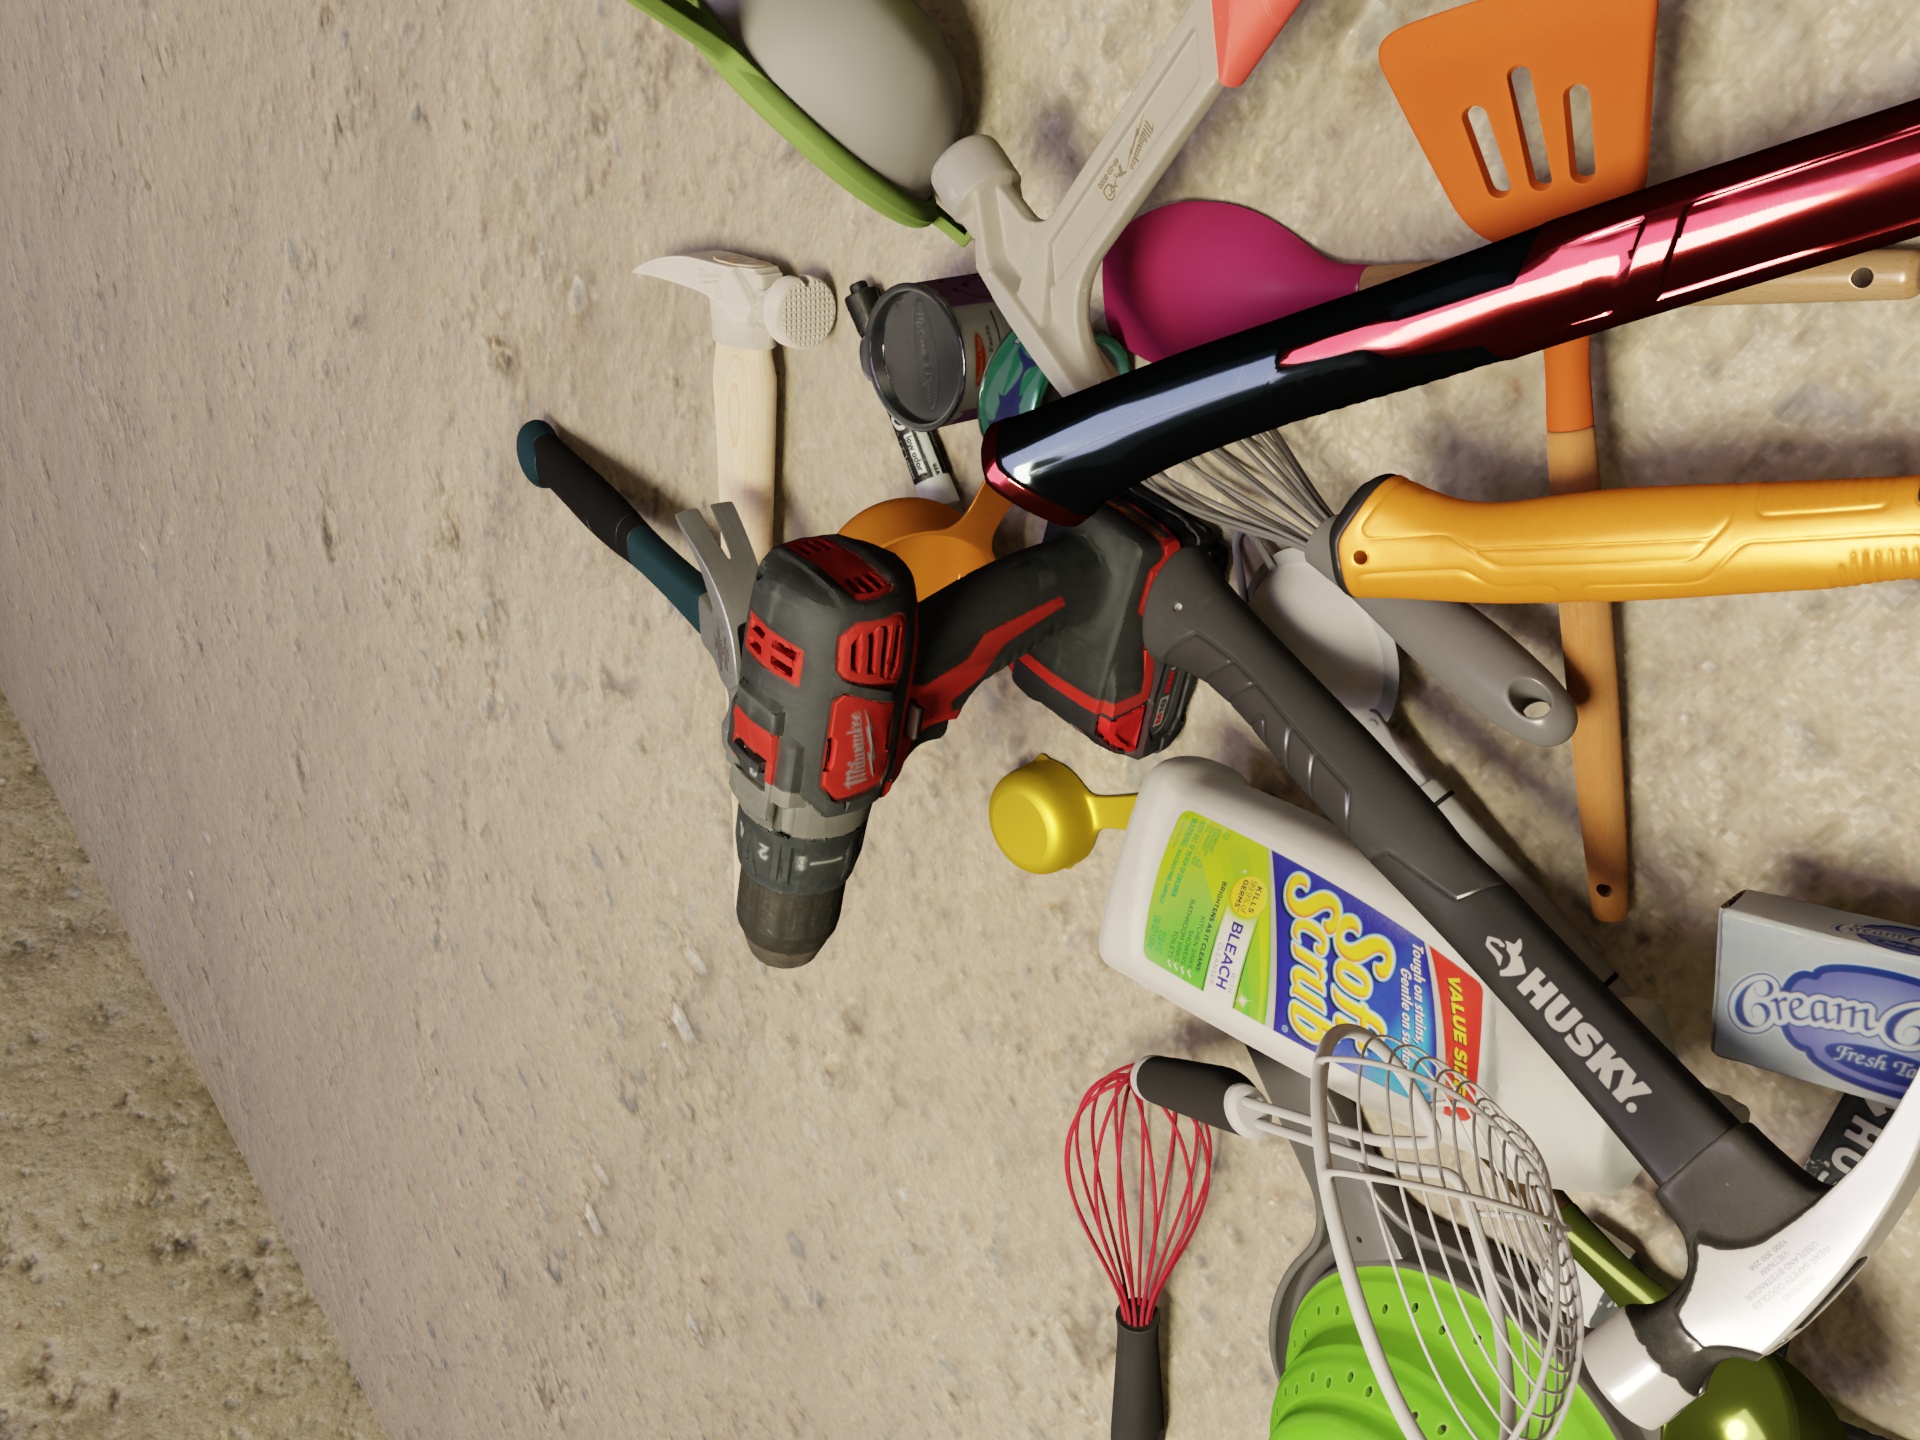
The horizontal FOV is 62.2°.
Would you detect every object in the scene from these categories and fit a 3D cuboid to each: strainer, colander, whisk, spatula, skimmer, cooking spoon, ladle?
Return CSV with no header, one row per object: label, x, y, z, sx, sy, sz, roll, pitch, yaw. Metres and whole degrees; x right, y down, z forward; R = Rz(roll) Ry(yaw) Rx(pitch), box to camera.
strainer,-0.071,-0.288,0.641,0.069,0.256,0.151,-43,75,20
colander,0.166,0.256,0.694,0.204,0.094,0.397,-29,84,50
whisk,0.138,-0.066,0.602,0.239,0.055,0.055,48,137,36
strainer,0.178,0.025,0.626,0.259,0.050,0.086,51,146,16
spatula,0.203,-0.072,0.532,0.081,0.041,0.322,1,114,34
skimmer,0.102,0.160,0.568,0.127,0.090,0.363,66,166,1
cooking spoon,0.169,-0.157,0.572,0.319,0.017,0.068,14,117,45
whisk,0.093,0.295,0.826,0.073,0.073,0.295,24,128,41
ladle,0.200,0.169,0.603,0.321,0.062,0.078,53,136,40

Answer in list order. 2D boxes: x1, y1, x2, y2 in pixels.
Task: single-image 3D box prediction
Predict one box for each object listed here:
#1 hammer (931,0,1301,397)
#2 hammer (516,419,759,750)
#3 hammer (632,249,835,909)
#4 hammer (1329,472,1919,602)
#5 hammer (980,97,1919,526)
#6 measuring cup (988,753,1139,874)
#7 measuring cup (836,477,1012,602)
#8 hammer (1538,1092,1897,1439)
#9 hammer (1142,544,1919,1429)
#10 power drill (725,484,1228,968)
hammer,0.110,-0.244,0.501,0.149,0.036,0.359,57,140,13
hammer,-0.197,-0.108,0.956,0.331,0.033,0.128,40,137,45
hammer,-0.131,-0.065,0.942,0.146,0.038,0.410,27,125,41
hammer,0.259,-0.045,0.446,0.337,0.034,0.127,3,108,43
hammer,0.164,-0.142,0.474,0.386,0.038,0.143,-12,110,35
measuring cup,0.070,0.049,0.764,0.156,0.029,0.062,-3,104,51
measuring cup,-0.003,-0.098,0.765,0.173,0.095,0.052,-56,33,20
hammer,0.315,0.088,0.499,0.149,0.036,0.408,33,129,34
hammer,0.169,0.050,0.544,0.146,0.035,0.335,-52,53,21
power drill,-0.001,-0.002,0.668,0.080,0.226,0.187,37,130,34
